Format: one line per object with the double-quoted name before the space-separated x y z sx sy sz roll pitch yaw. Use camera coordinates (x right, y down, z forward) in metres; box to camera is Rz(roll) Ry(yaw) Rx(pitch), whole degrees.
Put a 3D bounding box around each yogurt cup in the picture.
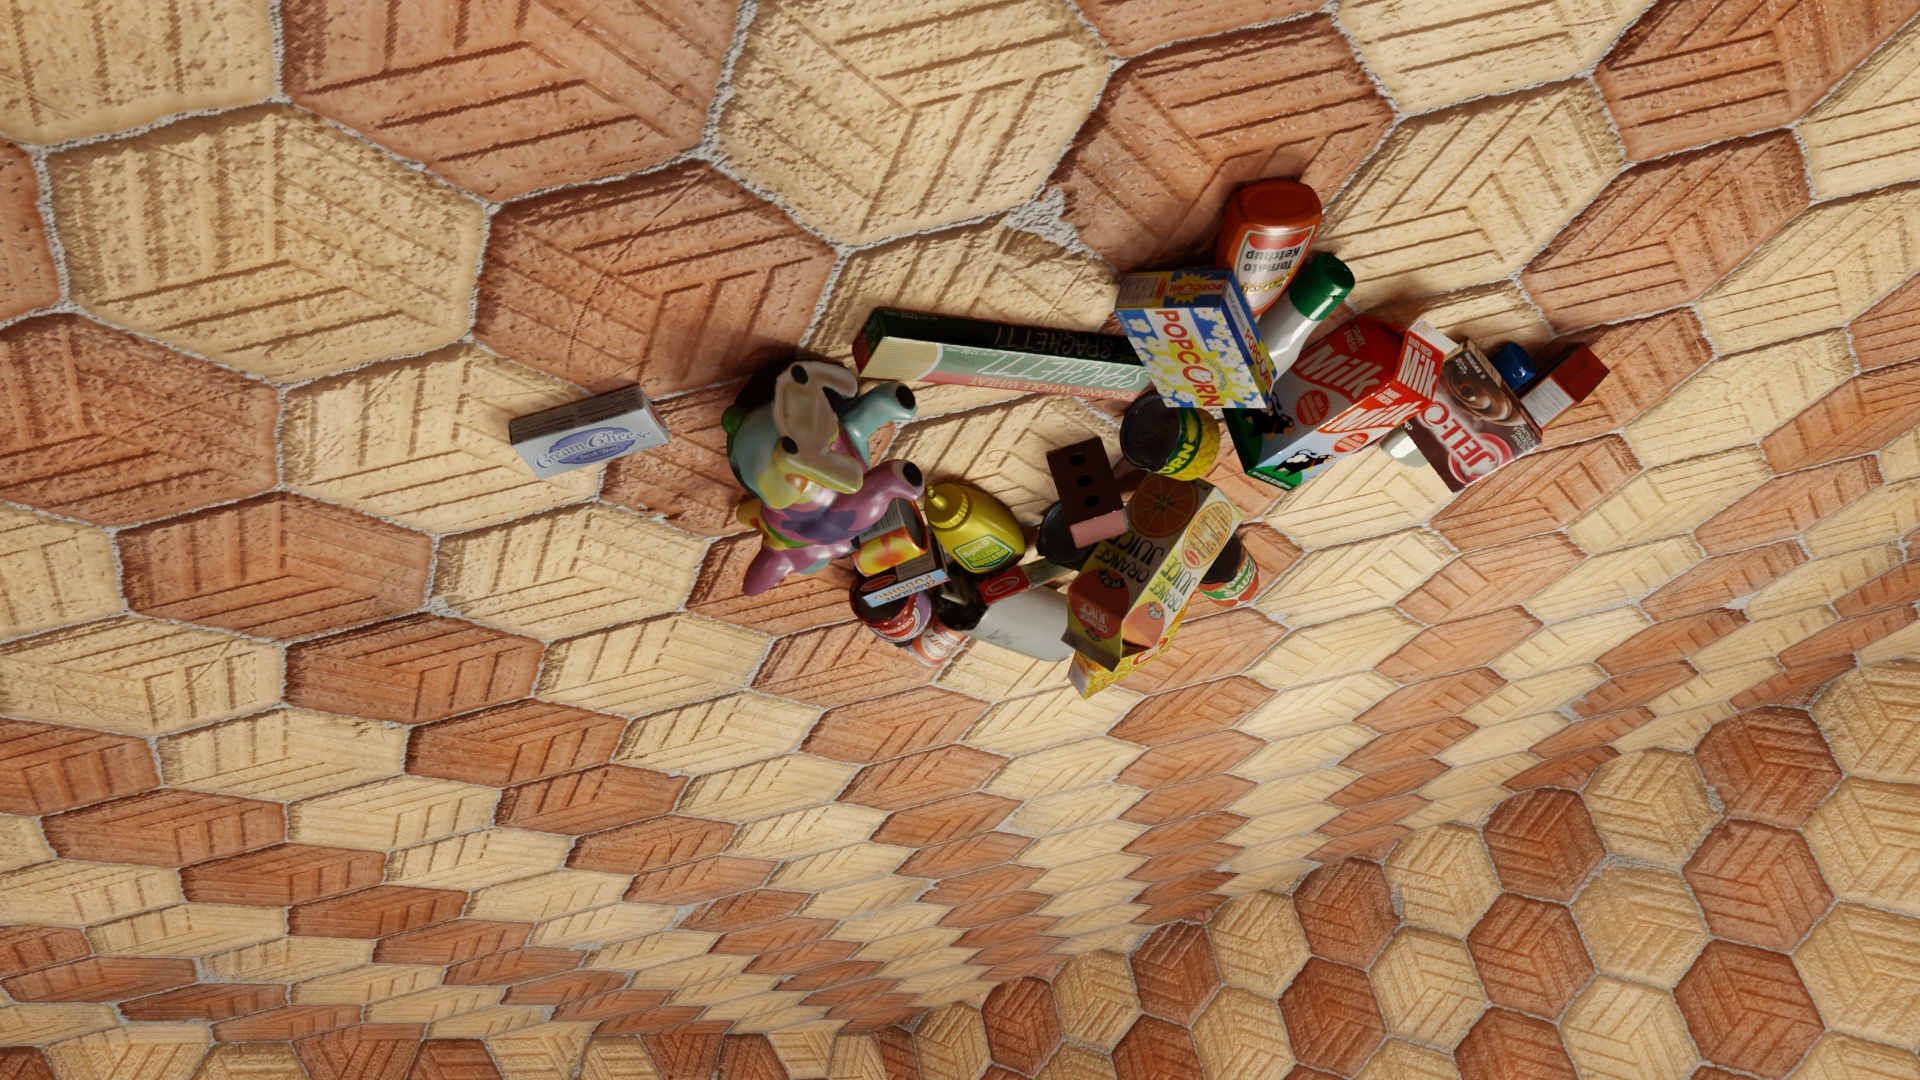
"yogurt cup" -0.024 0.087 1.426 0.053 0.072 0.072 -37 146 23

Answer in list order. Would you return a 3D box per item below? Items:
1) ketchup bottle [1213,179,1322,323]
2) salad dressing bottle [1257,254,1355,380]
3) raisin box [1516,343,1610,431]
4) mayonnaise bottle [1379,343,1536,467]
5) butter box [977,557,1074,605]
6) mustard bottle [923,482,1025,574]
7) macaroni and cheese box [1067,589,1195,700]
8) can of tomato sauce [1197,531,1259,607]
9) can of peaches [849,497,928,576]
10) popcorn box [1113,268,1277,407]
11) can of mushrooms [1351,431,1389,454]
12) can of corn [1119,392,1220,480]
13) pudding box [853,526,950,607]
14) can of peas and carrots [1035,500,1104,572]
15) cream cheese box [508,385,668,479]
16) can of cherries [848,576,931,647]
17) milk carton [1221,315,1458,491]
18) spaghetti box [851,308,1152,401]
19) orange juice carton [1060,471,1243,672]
"ketchup bottle" 0.215 -0.199 1.021 0.065 0.044 0.148 -6 152 -8
"salad dressing bottle" 0.252 -0.166 1.103 0.064 0.044 0.147 0 149 -33
"raisin box" 0.529 -0.120 1.287 0.086 0.040 0.122 -35 169 -40
"mayonnaise bottle" 0.458 -0.124 1.281 0.065 0.041 0.147 19 138 -30
"butter box" 0.065 0.035 1.337 0.053 0.024 0.104 -24 176 30
"mustard bottle" 0.004 -0.016 1.259 0.065 0.049 0.160 -25 151 18
"macaroni and cheese box" 0.187 0.102 1.540 0.124 0.040 0.165 -29 156 -18
"can of tomato sauce" 0.272 0.028 1.447 0.071 0.071 0.083 -23 152 16
"can of peaches" -0.066 -0.008 1.221 0.058 0.071 0.071 -23 151 14
"popcorn box" 0.178 -0.150 1.042 0.085 0.038 0.126 3 151 32
"can of mushrooms" 0.360 -0.108 1.272 0.071 0.033 0.070 -11 152 -6
"can of corn" 0.180 -0.086 1.188 0.058 0.071 0.071 13 142 -42
"pudding box" -0.056 0.025 1.306 0.083 0.050 0.030 -19 150 9
"can of peas and carrots" 0.116 -0.001 1.321 0.070 0.071 0.059 -32 148 31
"cream cheese box" -0.276 -0.080 1.032 0.104 0.024 0.053 -16 151 2
"can of cherries" -0.067 0.062 1.347 0.071 0.072 0.058 -19 152 10
"milk carton" 0.325 -0.125 1.181 0.190 0.074 0.072 -34 146 33
"spaghetti box" 0.042 -0.140 1.065 0.250 0.029 0.050 2 149 -28
"orange juice carton" 0.170 0.028 1.281 0.193 0.072 0.073 -55 139 -3
